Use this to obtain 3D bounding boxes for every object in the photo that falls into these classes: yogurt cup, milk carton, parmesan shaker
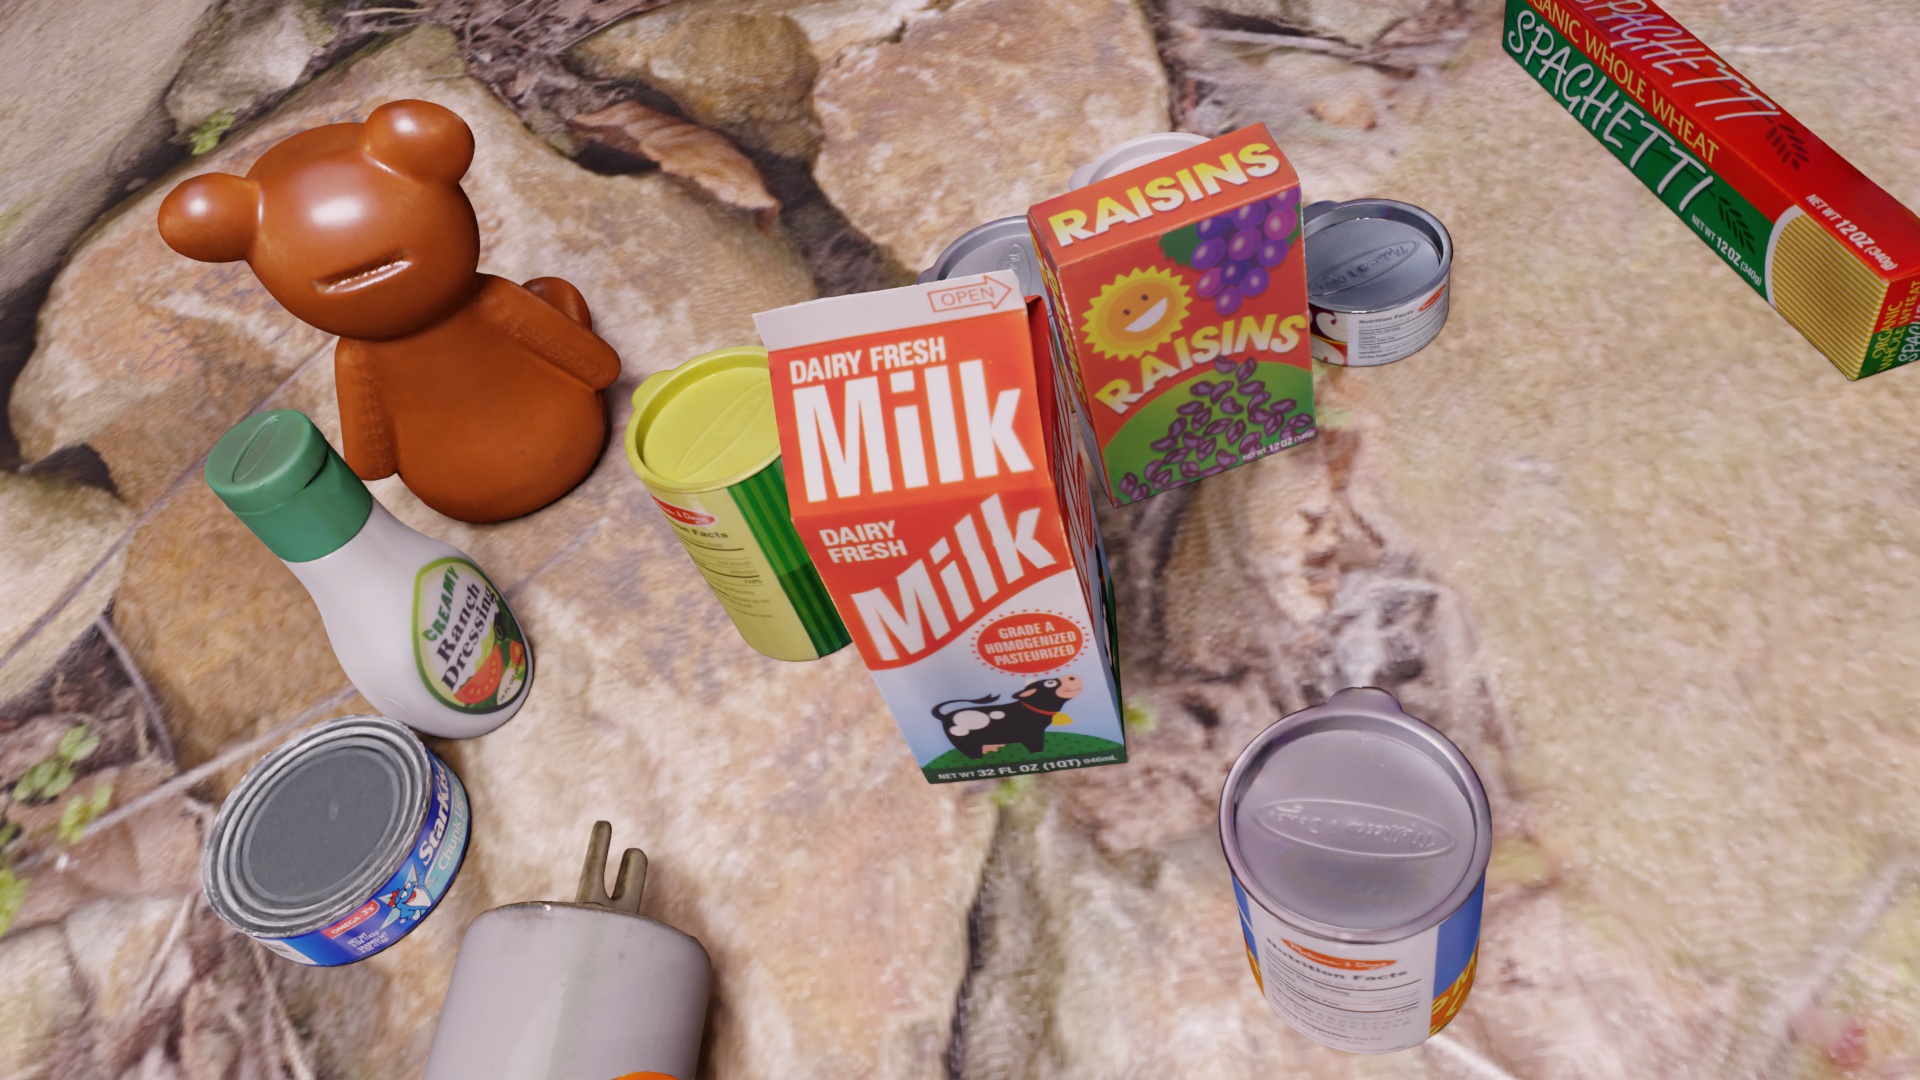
[{"bbox_3d":[0.086,-0.129,0.583,0.072,0.053,0.073,-8,50,11],"label":"yogurt cup"},{"bbox_3d":[0.001,-0.005,0.419,0.072,0.189,0.074,-9,51,11],"label":"milk carton"},{"bbox_3d":[-0.071,-0.012,0.505,0.071,0.102,0.072,-9,51,11],"label":"parmesan shaker"}]

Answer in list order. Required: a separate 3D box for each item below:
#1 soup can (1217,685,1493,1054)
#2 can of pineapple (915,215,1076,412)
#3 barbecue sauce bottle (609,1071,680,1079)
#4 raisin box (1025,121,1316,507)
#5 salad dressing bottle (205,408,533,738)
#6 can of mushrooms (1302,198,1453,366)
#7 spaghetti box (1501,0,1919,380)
[{"bbox_3d":[0.108,0.091,0.379,0.071,0.083,0.072,-9,50,11],"label":"soup can"},{"bbox_3d":[0.024,-0.090,0.568,0.071,0.057,0.071,-9,50,11],"label":"can of pineapple"},{"bbox_3d":[-0.047,0.165,0.325,0.044,0.148,0.065,-41,52,-16],"label":"barbecue sauce bottle"},{"bbox_3d":[0.079,-0.076,0.497,0.086,0.122,0.040,-19,49,2],"label":"raisin box"},{"bbox_3d":[-0.206,0.016,0.494,0.044,0.147,0.064,0,53,17],"label":"salad dressing bottle"},{"bbox_3d":[0.160,-0.104,0.554,0.071,0.033,0.071,-8,50,10],"label":"can of mushrooms"},{"bbox_3d":[0.289,-0.162,0.550,0.029,0.050,0.251,-20,49,1],"label":"spaghetti box"}]
